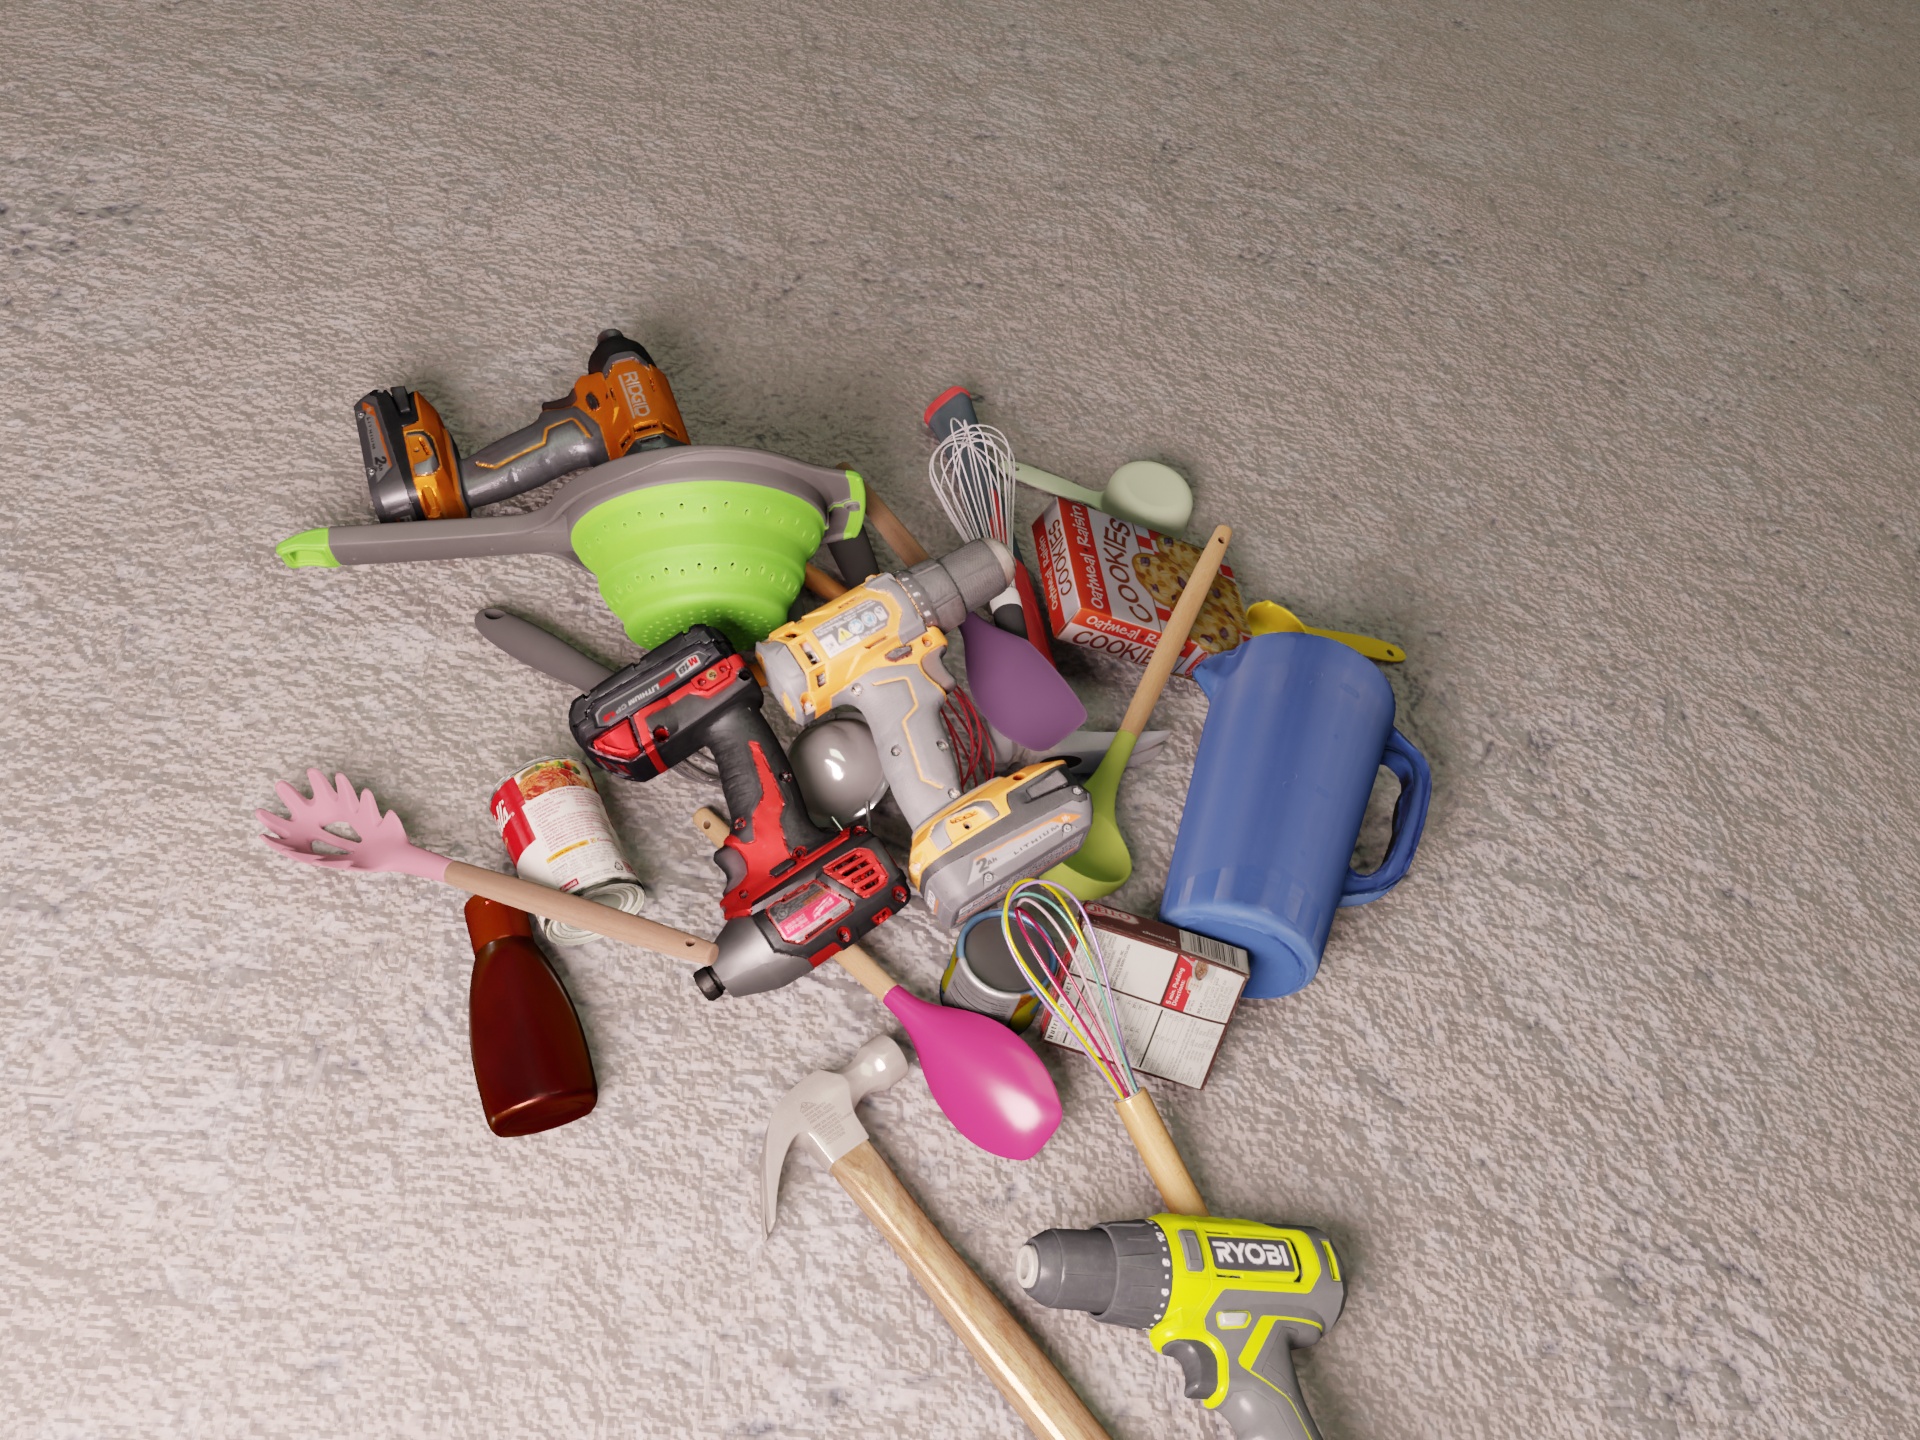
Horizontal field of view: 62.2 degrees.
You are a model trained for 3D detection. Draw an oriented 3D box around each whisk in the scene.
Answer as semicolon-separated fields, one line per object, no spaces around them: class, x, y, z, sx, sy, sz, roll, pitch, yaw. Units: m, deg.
whisk;-0.048;-0.053;1.156;0.073;0.073;0.296;-10;55;-22
whisk;0.088;0.207;0.956;0.245;0.051;0.047;63;21;3
whisk;-0.241;-0.019;1.099;0.239;0.055;0.055;28;51;14
whisk;0.028;-0.113;1.187;0.070;0.070;0.285;-2;58;-17

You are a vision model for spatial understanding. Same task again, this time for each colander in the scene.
colander;-0.259;-0.096;1.088;0.397;0.204;0.095;-5;73;-7

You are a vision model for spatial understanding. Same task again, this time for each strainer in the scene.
strainer;-0.106;-0.022;1.126;0.087;0.050;0.259;-25;52;8

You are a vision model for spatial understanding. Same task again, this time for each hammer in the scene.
hammer;0.006;0.333;0.890;0.130;0.031;0.331;-29;65;-32
hammer;0.048;-0.122;1.259;0.143;0.038;0.387;-1;53;-17

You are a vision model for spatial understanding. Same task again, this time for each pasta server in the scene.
pasta server;-0.285;0.093;0.947;0.316;0.040;0.060;14;57;20

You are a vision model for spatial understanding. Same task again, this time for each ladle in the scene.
ladle;0.134;-0.015;1.129;0.078;0.062;0.320;30;69;-5

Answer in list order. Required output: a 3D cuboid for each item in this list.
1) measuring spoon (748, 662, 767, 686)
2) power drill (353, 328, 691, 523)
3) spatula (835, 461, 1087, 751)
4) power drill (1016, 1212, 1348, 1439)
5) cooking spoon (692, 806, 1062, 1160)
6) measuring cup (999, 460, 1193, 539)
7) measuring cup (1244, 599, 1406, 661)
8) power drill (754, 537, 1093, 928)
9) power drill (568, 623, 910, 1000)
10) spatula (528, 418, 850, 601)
measuring spoon;-0.170;-0.030;1.144;0.117;0.011;0.021;-14;57;-25
power drill;-0.323;-0.215;1.183;0.226;0.084;0.164;-16;57;-11
spatula;-0.014;-0.092;1.159;0.060;0.018;0.316;-36;57;-2
power drill;0.133;0.369;0.841;0.190;0.080;0.229;10;41;-20
cooking spoon;-0.062;0.156;1.007;0.319;0.017;0.069;40;96;23
measuring cup;0.116;-0.199;1.336;0.167;0.038;0.083;18;50;-3
measuring cup;0.291;-0.057;1.286;0.156;0.029;0.062;9;49;-23
power drill;-0.002;-0.003;1.037;0.185;0.084;0.226;-31;74;-14
power drill;-0.146;0.062;0.999;0.143;0.078;0.220;-34;77;-9
spatula;-0.204;-0.159;1.234;0.322;0.041;0.081;32;53;6
